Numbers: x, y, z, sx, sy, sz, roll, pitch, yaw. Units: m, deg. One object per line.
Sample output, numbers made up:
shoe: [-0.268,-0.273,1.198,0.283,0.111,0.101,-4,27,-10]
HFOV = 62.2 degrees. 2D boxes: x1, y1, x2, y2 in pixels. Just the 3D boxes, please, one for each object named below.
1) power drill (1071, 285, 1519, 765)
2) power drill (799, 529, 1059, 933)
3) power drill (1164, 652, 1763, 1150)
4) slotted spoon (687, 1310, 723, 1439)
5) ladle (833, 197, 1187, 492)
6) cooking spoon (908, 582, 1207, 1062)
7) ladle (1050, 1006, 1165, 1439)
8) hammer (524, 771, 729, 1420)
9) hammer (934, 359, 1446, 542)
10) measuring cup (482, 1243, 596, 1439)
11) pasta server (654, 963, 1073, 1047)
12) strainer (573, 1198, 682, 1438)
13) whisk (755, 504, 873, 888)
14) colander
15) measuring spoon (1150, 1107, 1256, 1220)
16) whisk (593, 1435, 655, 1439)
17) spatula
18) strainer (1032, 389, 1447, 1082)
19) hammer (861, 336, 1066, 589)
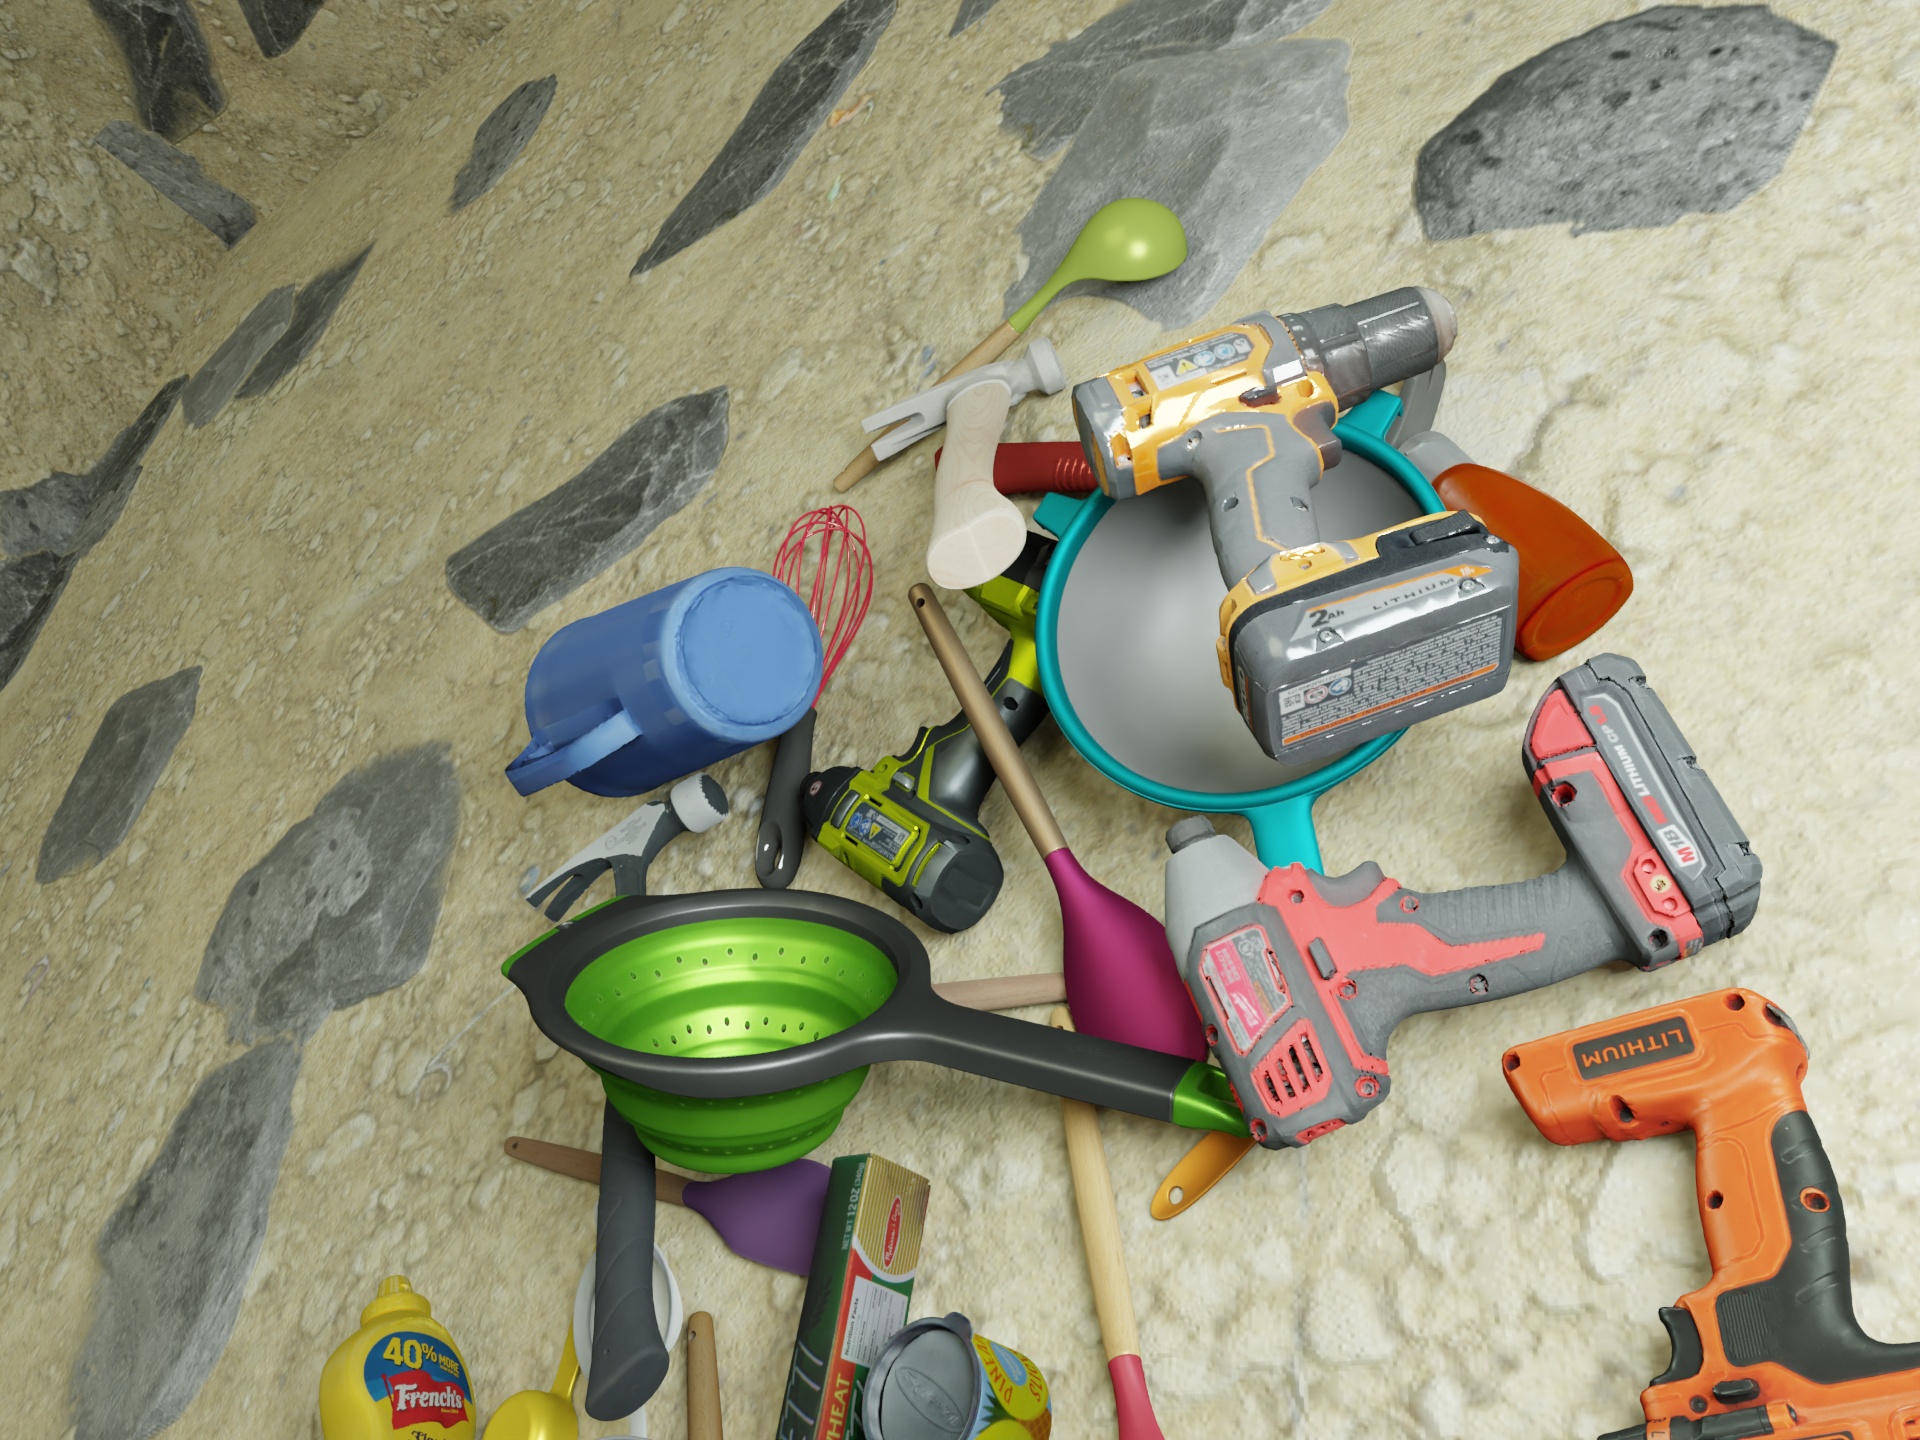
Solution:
power drill: [0.168,-0.105,0.710,0.185,0.084,0.226,-20,49,-1]
power drill: [-0.002,-0.003,0.947,0.171,0.080,0.223,28,84,50]
power drill: [0.192,0.069,0.651,0.219,0.078,0.143,-28,66,12]
slotted spoon: [-0.115,0.428,0.752,0.070,0.031,0.314,-35,40,18]
ladle: [0.029,-0.262,1.158,0.320,0.062,0.078,-38,34,25]
cooking spoon: [0.039,0.050,0.836,0.068,0.017,0.319,-36,60,16]
ladle: [0.070,0.260,0.710,0.069,0.031,0.316,-32,41,21]
hammer: [-0.197,0.202,0.925,0.149,0.036,0.409,-29,39,14]
hammer: [0.119,-0.166,0.991,0.359,0.036,0.149,10,67,46]
measuring cup: [-0.232,0.361,0.911,0.062,0.029,0.157,-7,57,40]
pasta server: [-0.059,0.159,0.902,0.316,0.040,0.060,-13,44,35]
strainer: [-0.168,0.379,0.831,0.087,0.050,0.259,-35,47,29]
whisk: [-0.106,-0.024,1.079,0.073,0.073,0.296,-15,57,36]
colander: [-0.044,0.180,0.794,0.397,0.204,0.094,8,110,26]
measuring spoon: [0.130,0.188,0.724,0.117,0.011,0.021,-46,40,10]
whisk: [-0.072,0.350,0.688,0.239,0.055,0.055,3,57,9]
spatula: [-0.174,0.272,0.937,0.316,0.018,0.060,-3,57,41]
strainer: [0.158,0.015,0.779,0.211,0.095,0.341,-16,65,19]
hammer: [-0.004,-0.152,0.946,0.146,0.038,0.411,-21,20,10]
